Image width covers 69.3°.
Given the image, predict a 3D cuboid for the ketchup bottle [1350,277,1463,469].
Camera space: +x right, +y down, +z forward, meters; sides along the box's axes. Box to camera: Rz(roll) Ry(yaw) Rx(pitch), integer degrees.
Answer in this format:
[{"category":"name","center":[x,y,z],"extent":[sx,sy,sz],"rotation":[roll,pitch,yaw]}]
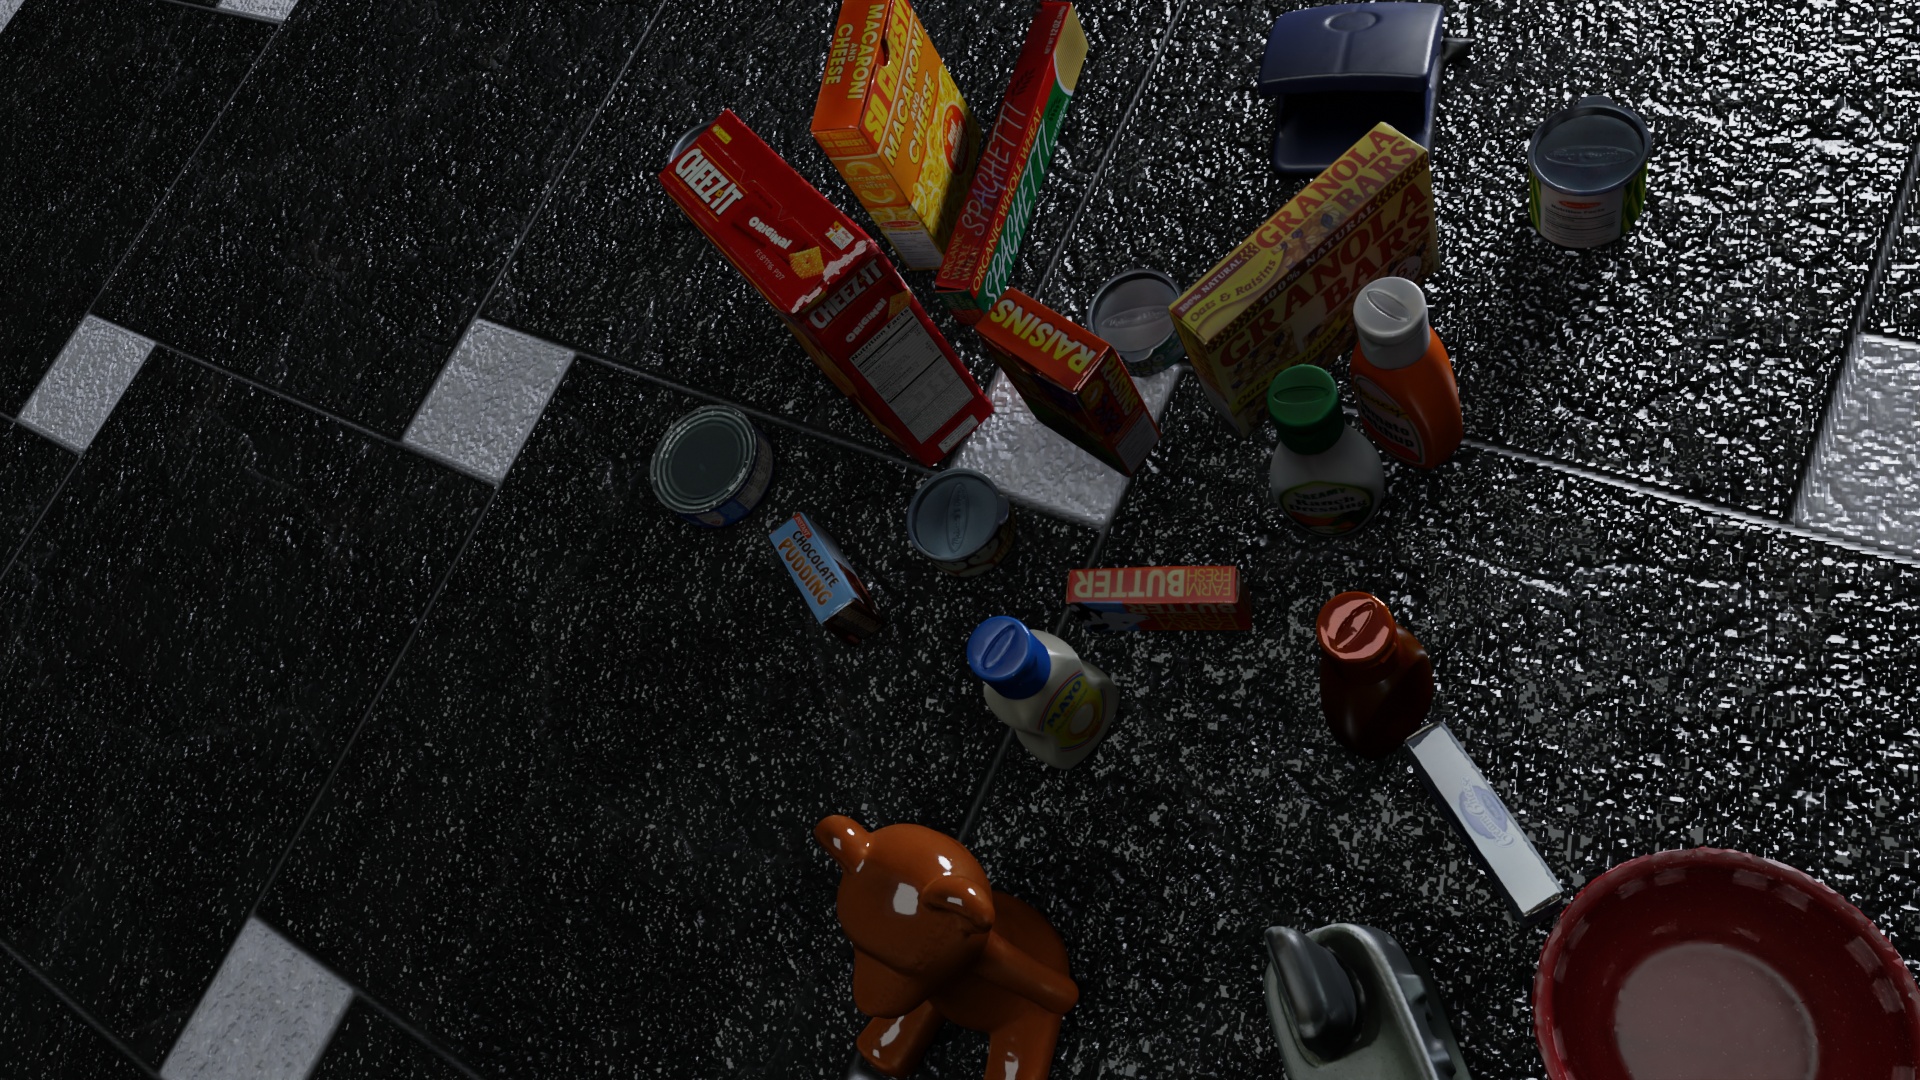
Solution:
[{"category":"ketchup bottle","center":[0.248,-0.095,0.781],"extent":[0.043,0.148,0.065],"rotation":[-46,59,-2]}]

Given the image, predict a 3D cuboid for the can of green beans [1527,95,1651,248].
[{"category":"can of green beans","center":[0.377,-0.219,0.836],"extent":[0.071,0.057,0.071],"rotation":[-9,65,19]}]

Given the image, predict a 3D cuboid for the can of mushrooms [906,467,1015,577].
[{"category":"can of mushrooms","center":[0.003,-0.011,0.910],"extent":[0.071,0.033,0.071],"rotation":[-9,65,19]}]

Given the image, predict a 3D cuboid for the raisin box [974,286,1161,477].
[{"category":"raisin box","center":[0.069,-0.097,0.869],"extent":[0.086,0.123,0.040],"rotation":[37,85,31]}]

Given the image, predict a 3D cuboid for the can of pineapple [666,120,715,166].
[{"category":"can of pineapple","center":[-0.191,-0.286,1.098],"extent":[0.071,0.057,0.071],"rotation":[-9,65,19]}]

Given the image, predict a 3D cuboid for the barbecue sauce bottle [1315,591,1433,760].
[{"category":"barbecue sauce bottle","center":[0.213,0.068,0.722],"extent":[0.044,0.148,0.065],"rotation":[37,85,31]}]

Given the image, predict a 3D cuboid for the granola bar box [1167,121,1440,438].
[{"category":"granola bar box","center":[0.210,-0.153,0.836],"extent":[0.165,0.124,0.039],"rotation":[-41,59,1]}]

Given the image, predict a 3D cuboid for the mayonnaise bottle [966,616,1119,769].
[{"category":"mayonnaise bottle","center":[0.045,0.084,0.784],"extent":[0.041,0.147,0.065],"rotation":[33,83,30]}]

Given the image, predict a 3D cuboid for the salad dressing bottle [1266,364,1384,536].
[{"category":"salad dressing bottle","center":[0.201,-0.049,0.780],"extent":[0.064,0.147,0.044],"rotation":[-2,67,22]}]

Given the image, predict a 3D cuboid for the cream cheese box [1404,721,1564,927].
[{"category":"cream cheese box","center":[0.271,0.147,0.719],"extent":[0.024,0.053,0.104],"rotation":[-32,59,7]}]

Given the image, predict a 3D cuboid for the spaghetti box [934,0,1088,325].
[{"category":"spaghetti box","center":[0.039,-0.273,1.003],"extent":[0.029,0.050,0.251],"rotation":[11,72,26]}]

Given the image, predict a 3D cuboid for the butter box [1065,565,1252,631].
[{"category":"butter box","center":[0.120,0.035,0.831],"extent":[0.103,0.053,0.024],"rotation":[-2,67,22]}]

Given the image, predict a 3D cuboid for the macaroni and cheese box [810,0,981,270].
[{"category":"macaroni and cheese box","center":[-0.039,-0.286,0.973],"extent":[0.040,0.166,0.124],"rotation":[2,69,23]}]

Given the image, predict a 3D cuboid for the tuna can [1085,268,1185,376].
[{"category":"tuna can","center":[0.119,-0.142,0.921],"extent":[0.071,0.032,0.071],"rotation":[-9,65,19]}]

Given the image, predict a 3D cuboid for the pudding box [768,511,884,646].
[{"category":"pudding box","center":[-0.089,0.025,0.922],"extent":[0.030,0.049,0.084],"rotation":[-37,59,4]}]
